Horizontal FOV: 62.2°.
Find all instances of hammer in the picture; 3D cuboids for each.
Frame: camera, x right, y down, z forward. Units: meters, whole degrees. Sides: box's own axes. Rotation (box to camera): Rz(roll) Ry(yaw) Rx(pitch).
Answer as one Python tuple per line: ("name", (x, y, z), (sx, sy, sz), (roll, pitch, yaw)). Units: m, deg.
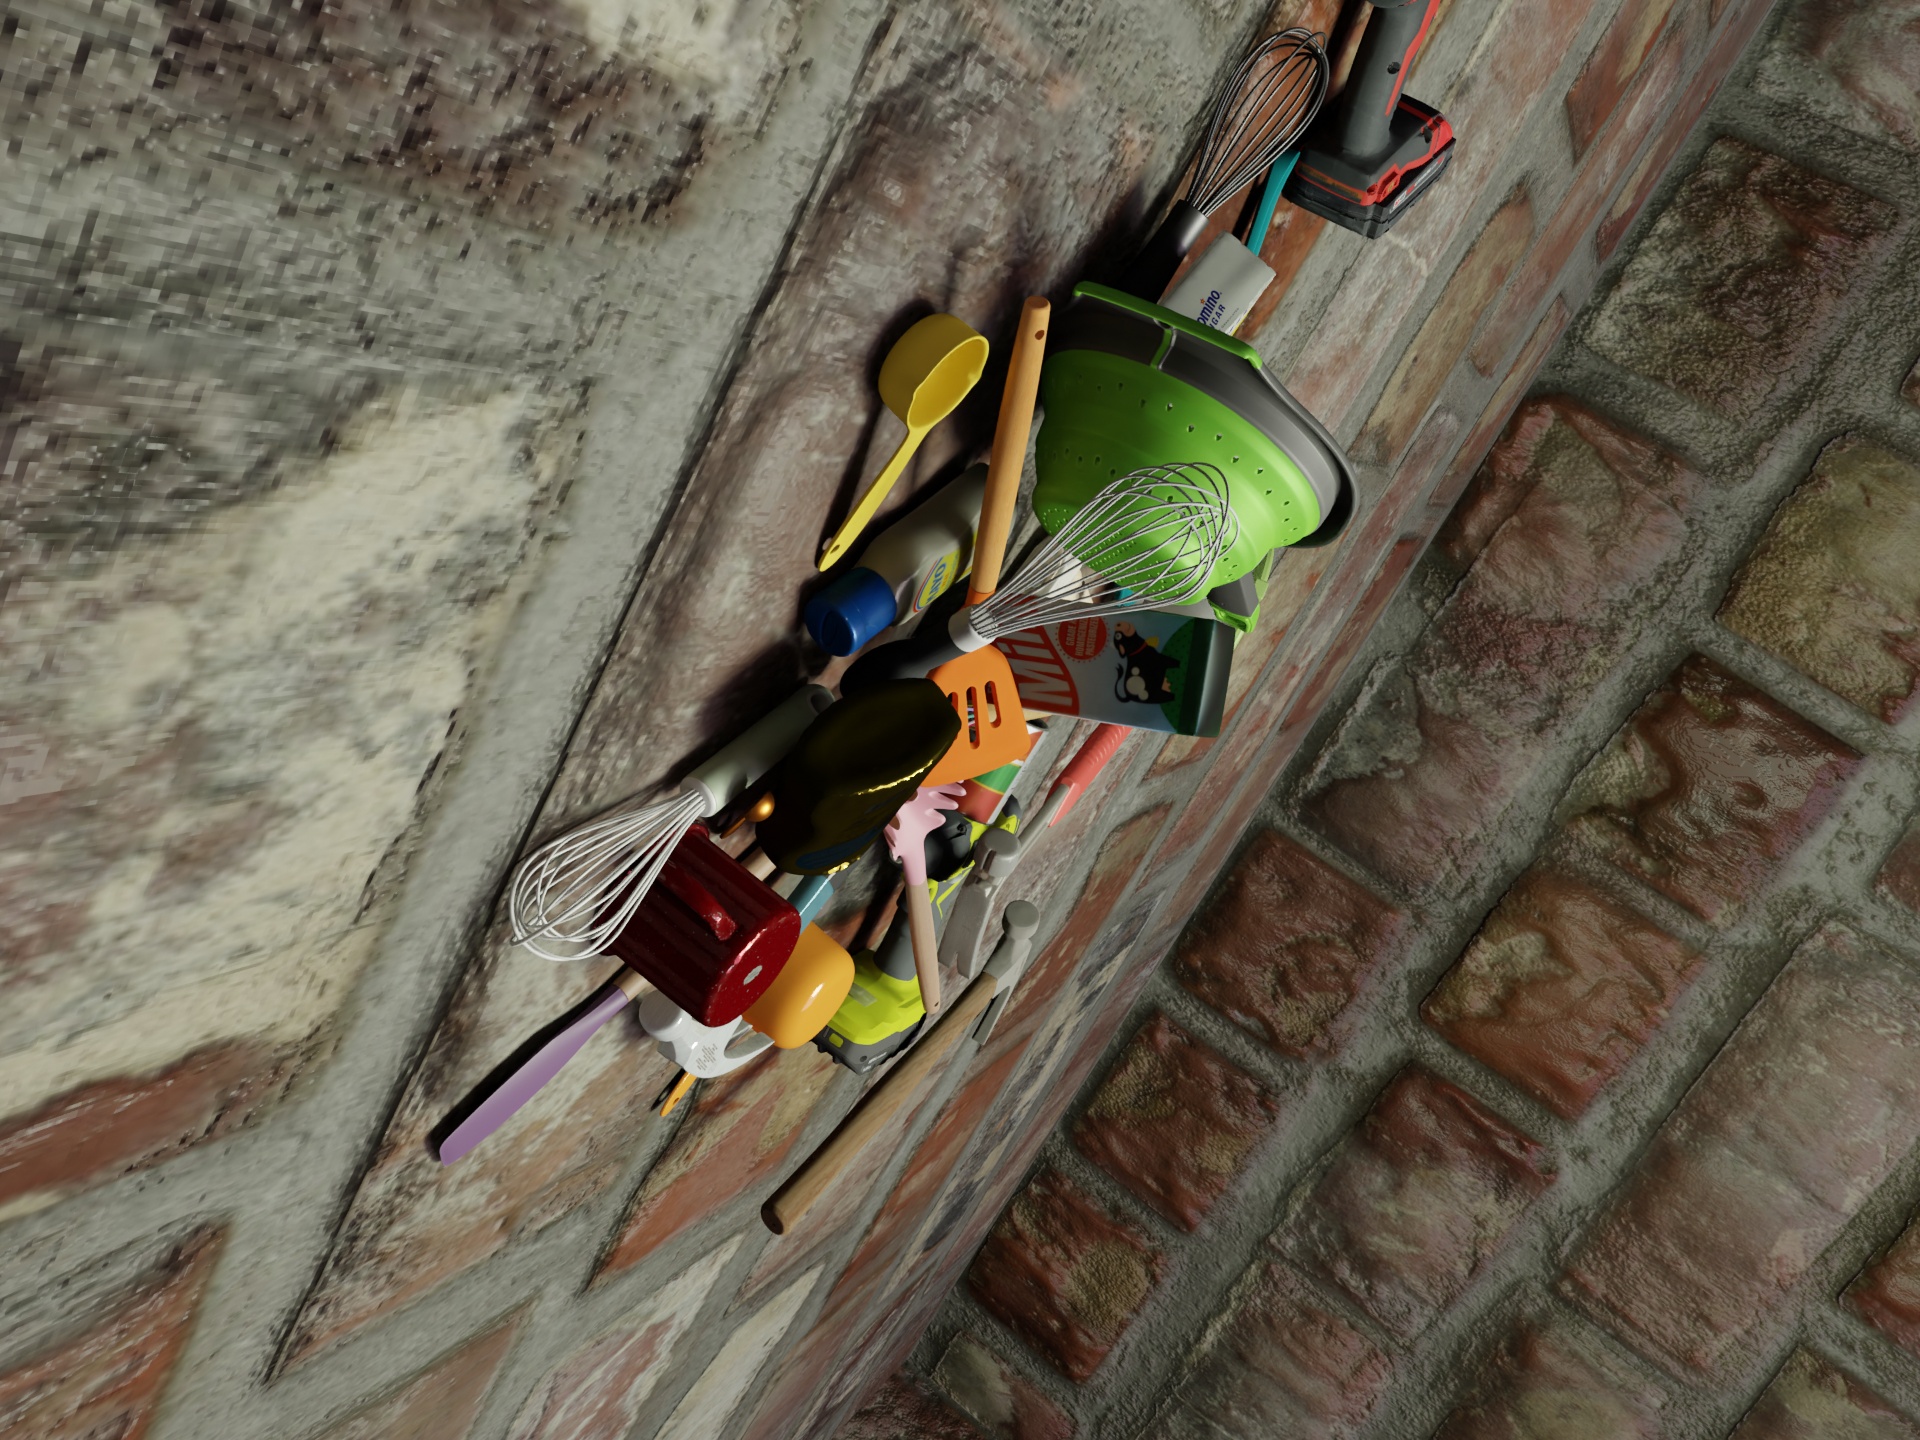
("hammer", (-0.084, 0.095, 1.055), (0.331, 0.033, 0.128), (-52, 155, -22))
("hammer", (0.092, 0.051, 1.286), (0.359, 0.037, 0.149), (-48, 162, -44))
("hammer", (-0.043, 0.281, 1.263), (0.331, 0.031, 0.130), (-42, 155, -40))
("hammer", (0.095, -0.058, 1.275), (0.146, 0.038, 0.410), (-54, 163, 0))

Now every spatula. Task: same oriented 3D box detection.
("spatula", (0.020, -0.087, 0.873), (0.081, 0.041, 0.322), (-17, 143, -23))
("spatula", (-0.183, 0.145, 0.943), (0.316, 0.018, 0.059), (-44, 166, -30))

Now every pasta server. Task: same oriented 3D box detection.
("pasta server", (-0.025, 0.130, 1.122), (0.060, 0.040, 0.316), (-36, 148, -23))

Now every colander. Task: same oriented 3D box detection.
("colander", (0.128, -0.103, 0.950), (0.094, 0.205, 0.396), (-58, 157, -8))

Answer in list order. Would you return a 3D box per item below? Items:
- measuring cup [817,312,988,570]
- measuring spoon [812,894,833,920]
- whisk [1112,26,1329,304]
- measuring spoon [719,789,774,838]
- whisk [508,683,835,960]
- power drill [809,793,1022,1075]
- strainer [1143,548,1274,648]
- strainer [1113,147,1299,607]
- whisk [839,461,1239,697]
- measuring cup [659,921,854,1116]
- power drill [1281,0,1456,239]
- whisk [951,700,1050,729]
("measuring cup", (-0.041, -0.139, 0.801), (0.156, 0.029, 0.062), (-52, 167, 33))
("measuring spoon", (-0.094, 0.099, 1.093), (0.034, 0.018, 0.124), (-41, 156, -38))
("whisk", (0.136, -0.297, 0.929), (0.239, 0.055, 0.055), (-54, 163, 13))
("measuring spoon", (-0.119, 0.056, 0.887), (0.021, 0.011, 0.117), (-45, -176, -20))
("whisk", (-0.143, 0.045, 0.832), (0.059, 0.057, 0.246), (-24, -167, 44))
("power drill", (-0.045, 0.157, 1.244), (0.171, 0.080, 0.223), (-14, 133, -65))
("strainer", (0.199, -0.130, 1.342), (0.151, 0.069, 0.257), (-59, -170, 37))
("strainer", (0.208, -0.222, 1.123), (0.211, 0.095, 0.340), (-50, 159, -56))
("whisk", (0.028, -0.060, 0.825), (0.284, 0.070, 0.070), (-24, -171, 43))
("measuring cup", (-0.142, 0.226, 1.140), (0.174, 0.052, 0.095), (-51, 163, -19))
("power drill", (0.297, -0.451, 1.027), (0.188, 0.080, 0.226), (-46, 158, -28))
("whisk", (-0.001, -0.005, 1.045), (0.051, 0.047, 0.245), (-19, 175, 33))
